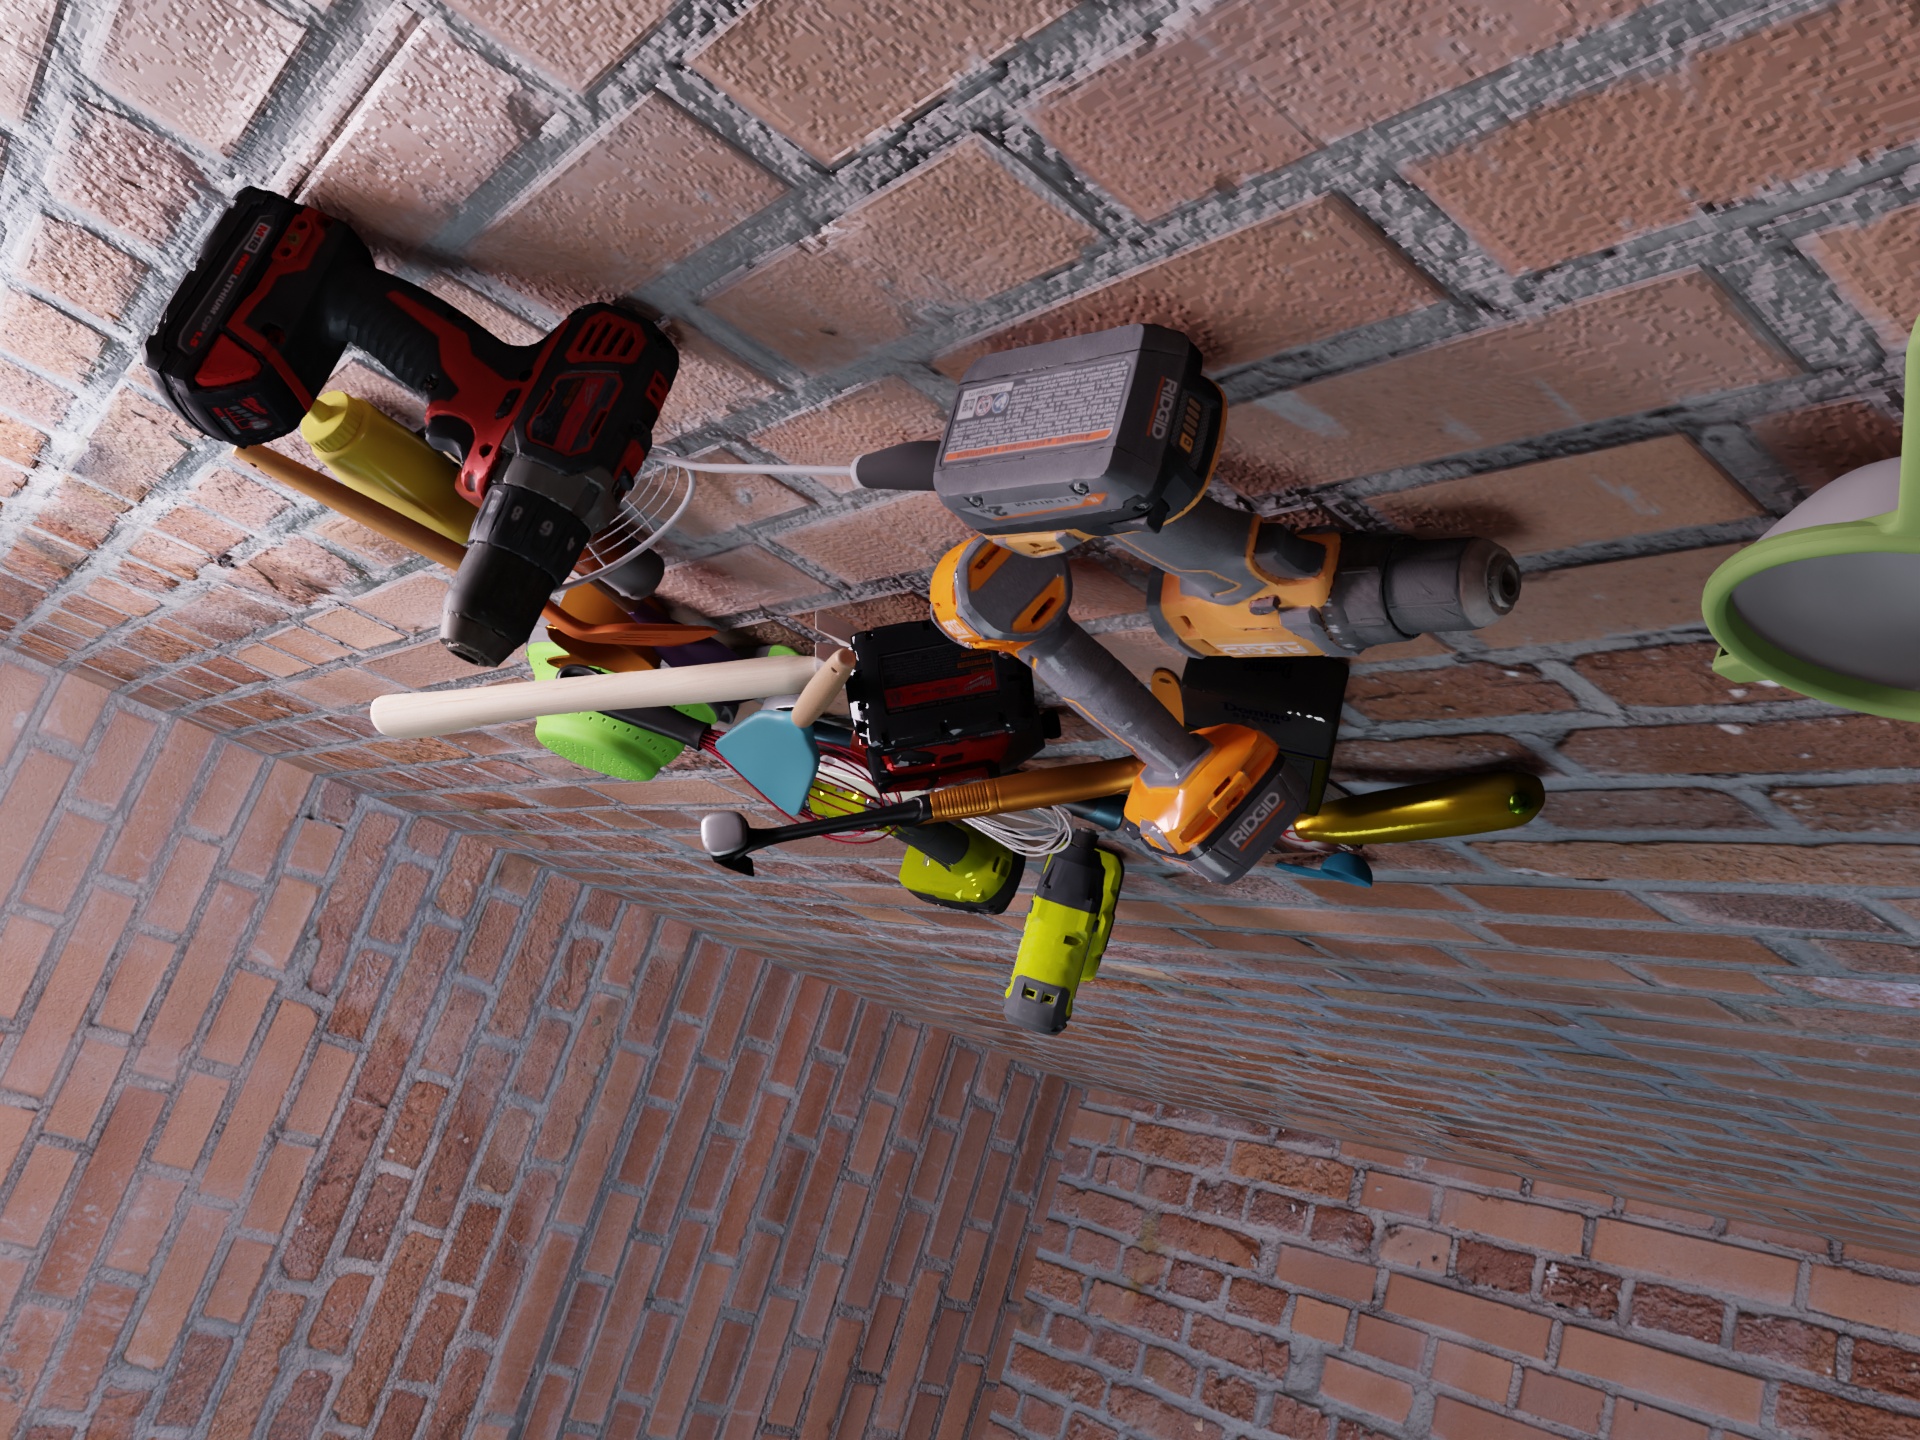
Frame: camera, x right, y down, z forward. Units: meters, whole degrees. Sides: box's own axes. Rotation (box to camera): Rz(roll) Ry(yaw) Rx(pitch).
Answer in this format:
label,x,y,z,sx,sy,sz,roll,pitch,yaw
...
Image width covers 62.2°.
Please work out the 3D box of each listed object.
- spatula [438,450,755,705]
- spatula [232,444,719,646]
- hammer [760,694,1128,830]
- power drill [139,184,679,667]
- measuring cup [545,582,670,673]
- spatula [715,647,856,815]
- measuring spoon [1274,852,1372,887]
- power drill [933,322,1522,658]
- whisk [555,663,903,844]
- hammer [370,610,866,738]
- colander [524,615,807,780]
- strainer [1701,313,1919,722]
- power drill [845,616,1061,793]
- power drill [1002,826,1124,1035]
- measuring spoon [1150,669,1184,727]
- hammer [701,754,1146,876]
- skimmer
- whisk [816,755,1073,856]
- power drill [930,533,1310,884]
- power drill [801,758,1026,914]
label,x,y,z,sx,sy,sz,roll,pitch,yaw
spatula,-0.247,-0.097,1.126,0.060,0.018,0.315,-15,141,30
spatula,-0.314,-0.108,1.048,0.322,0.041,0.081,29,160,-27
hammer,-0.019,0.038,1.346,0.331,0.033,0.128,14,164,13
power drill,-0.271,-0.142,0.774,0.226,0.188,0.080,22,165,3
measuring cup,-0.287,-0.071,1.253,0.095,0.052,0.174,27,163,-27
spatula,-0.107,0.002,1.055,0.082,0.044,0.317,42,163,-2
measuring spoon,0.295,0.117,1.303,0.042,0.021,0.128,24,172,-17
power drill,0.123,-0.088,0.710,0.185,0.084,0.226,1,161,46
whisk,-0.181,0.020,1.234,0.296,0.073,0.073,23,164,6
hammer,-0.252,-0.024,1.155,0.410,0.038,0.146,-5,166,17
colander,-0.252,-0.008,1.335,0.204,0.094,0.397,31,160,-36
strainer,0.331,-0.078,0.532,0.151,0.069,0.256,10,161,33
power drill,-0.002,-0.003,1.081,0.143,0.079,0.219,-10,166,1
power drill,0.095,0.173,1.409,0.080,0.171,0.223,16,-178,7
measuring spoon,0.142,-0.010,1.064,0.021,0.011,0.116,12,159,18
hammer,-0.009,0.062,1.134,0.337,0.034,0.127,-10,168,1
skimmer,-0.101,-0.107,0.867,0.363,0.090,0.127,5,-169,31
whisk,-0.018,0.062,1.294,0.246,0.058,0.059,13,130,29
power drill,0.074,-0.016,0.891,0.226,0.084,0.164,44,175,-8
power drill,-0.061,0.104,1.530,0.191,0.080,0.228,3,155,41
